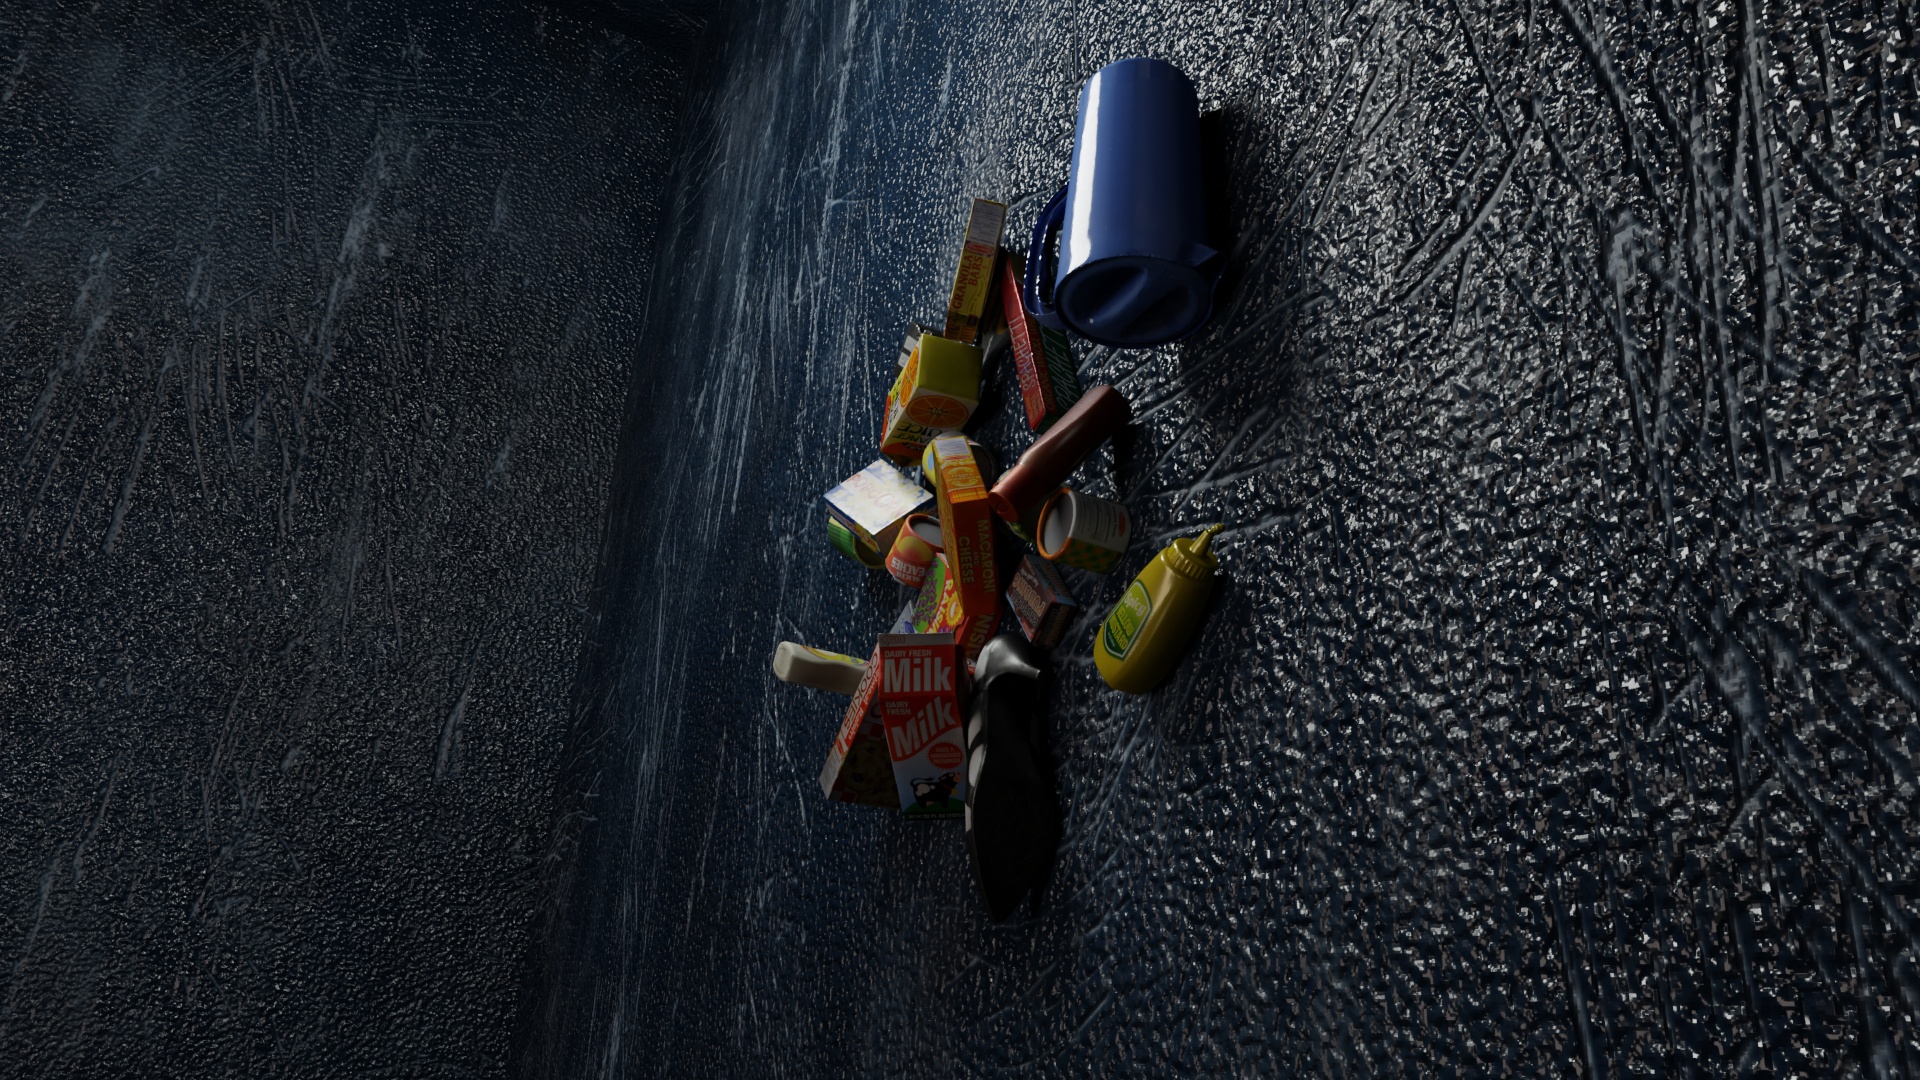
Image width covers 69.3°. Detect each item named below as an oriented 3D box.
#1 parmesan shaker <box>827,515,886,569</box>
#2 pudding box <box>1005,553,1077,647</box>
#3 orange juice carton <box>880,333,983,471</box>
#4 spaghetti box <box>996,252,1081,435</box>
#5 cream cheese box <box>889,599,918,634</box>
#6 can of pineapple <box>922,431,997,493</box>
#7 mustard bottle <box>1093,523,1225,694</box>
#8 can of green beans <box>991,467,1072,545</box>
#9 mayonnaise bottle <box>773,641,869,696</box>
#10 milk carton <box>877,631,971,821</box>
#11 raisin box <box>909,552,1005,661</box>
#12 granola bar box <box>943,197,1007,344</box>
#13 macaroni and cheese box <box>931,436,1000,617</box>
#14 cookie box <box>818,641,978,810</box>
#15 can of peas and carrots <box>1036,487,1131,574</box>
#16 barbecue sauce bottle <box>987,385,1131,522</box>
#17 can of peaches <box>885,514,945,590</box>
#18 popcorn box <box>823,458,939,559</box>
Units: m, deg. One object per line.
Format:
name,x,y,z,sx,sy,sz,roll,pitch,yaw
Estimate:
parmesan shaker,-0.111,-0.007,1.674,0.103,0.071,0.071,20,95,66
pudding box,0.074,0.055,1.289,0.049,0.030,0.084,-64,27,24
orange juice carton,-0.039,-0.148,1.564,0.191,0.073,0.072,129,150,-60
spaghetti box,0.080,-0.197,1.395,0.028,0.050,0.251,-55,32,40
cream cheese box,-0.049,0.118,1.518,0.053,0.024,0.104,-60,29,30
can of pineapple,-0.002,-0.076,1.478,0.071,0.071,0.058,-70,25,12
mustard bottle,0.161,0.047,1.090,0.159,0.049,0.065,-62,30,27
can of green beans,0.070,-0.033,1.304,0.058,0.071,0.071,33,107,64
mayonnaise bottle,-0.126,0.146,1.516,0.065,0.148,0.041,26,100,65
milk carton,-0.027,0.161,1.269,0.074,0.072,0.189,-79,-17,-57
raisin box,-0.005,0.075,1.433,0.086,0.040,0.124,-68,27,14
granola bar box,0.016,-0.292,1.524,0.165,0.039,0.124,143,141,-87
macaroni and cheese box,0.005,-0.017,1.373,0.167,0.040,0.123,-109,11,-65
cookie box,-0.051,0.187,1.366,0.166,0.123,0.040,-66,27,18
can of peas and carrots,0.107,-0.007,1.222,0.070,0.059,0.071,-42,40,50
barbecue sauce bottle,0.086,-0.076,1.229,0.149,0.043,0.064,-44,5,-22
can of peaches,-0.041,0.013,1.506,0.057,0.071,0.071,-62,28,25
popcorn box,-0.090,-0.038,1.586,0.127,0.085,0.038,36,153,49
